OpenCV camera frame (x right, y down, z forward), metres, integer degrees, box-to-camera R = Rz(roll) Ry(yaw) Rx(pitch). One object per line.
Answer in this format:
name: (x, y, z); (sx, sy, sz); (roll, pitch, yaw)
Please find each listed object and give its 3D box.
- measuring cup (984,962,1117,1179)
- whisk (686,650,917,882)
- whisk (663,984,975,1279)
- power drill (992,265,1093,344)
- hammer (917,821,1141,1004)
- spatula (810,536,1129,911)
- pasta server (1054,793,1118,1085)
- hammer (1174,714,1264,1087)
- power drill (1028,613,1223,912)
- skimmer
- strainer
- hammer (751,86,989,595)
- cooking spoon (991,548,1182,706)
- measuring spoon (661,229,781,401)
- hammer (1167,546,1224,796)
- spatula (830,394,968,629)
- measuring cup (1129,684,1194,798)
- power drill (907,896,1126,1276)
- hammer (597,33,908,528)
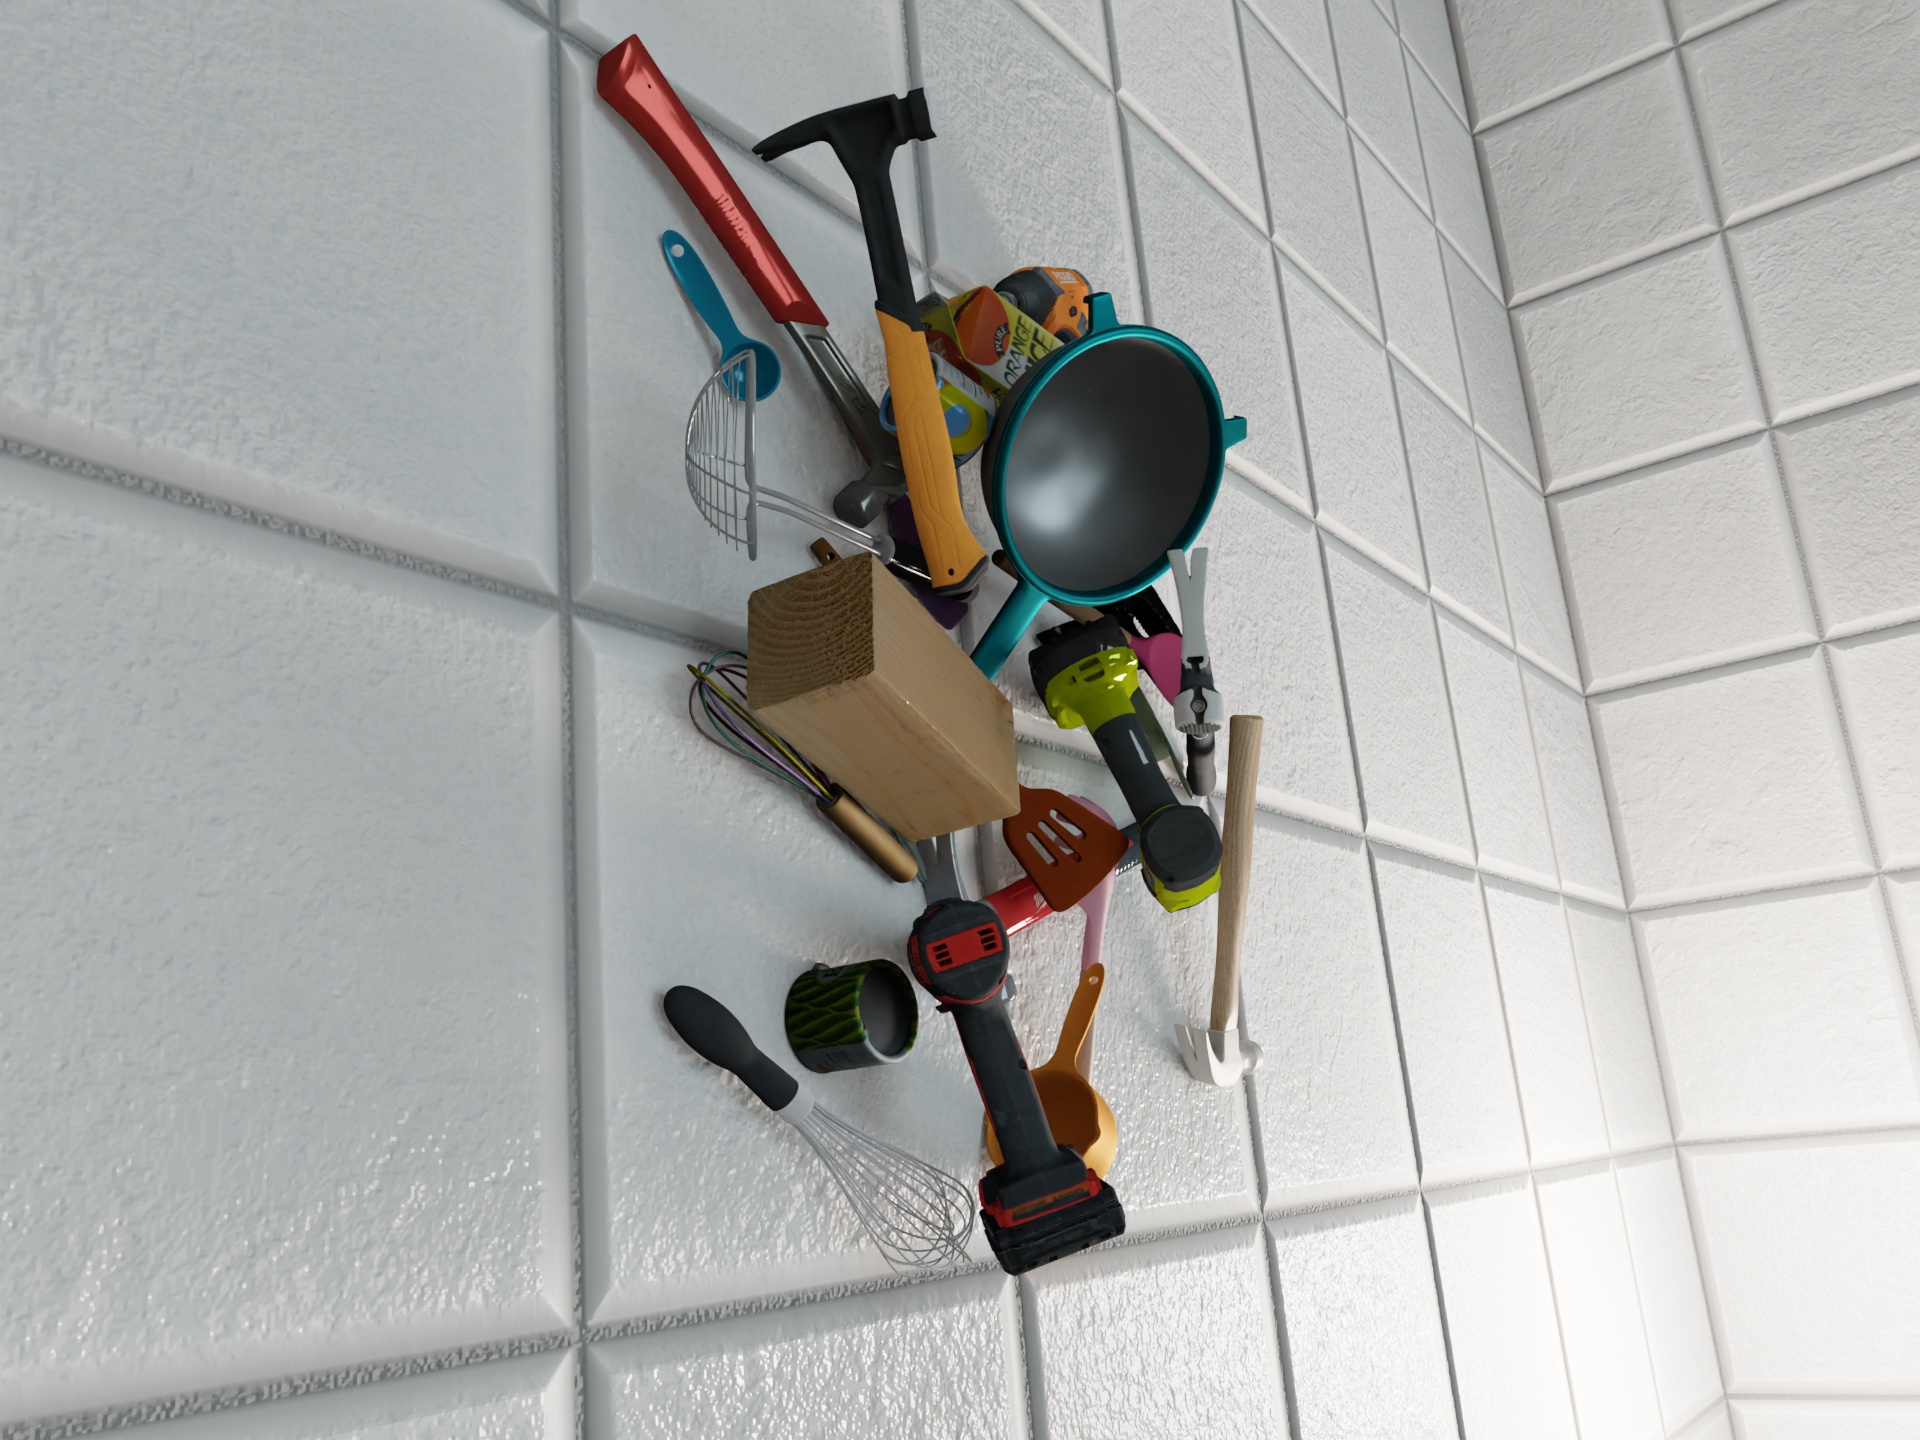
measuring cup: (0.083, 0.263, 1.153); (0.052, 0.095, 0.174); (53, 50, -42)
whisk: (-0.100, 0.035, 1.043); (0.244, 0.047, 0.051); (49, 49, -40)
whisk: (-0.081, 0.251, 0.967); (0.284, 0.070, 0.070); (49, 41, -26)
power drill: (0.119, -0.310, 1.405); (0.226, 0.084, 0.164); (49, 28, 6)
hammer: (0.094, 0.109, 1.295); (0.386, 0.038, 0.143); (-18, 90, -57)
spatula: (-0.002, -0.004, 1.154); (0.081, 0.041, 0.322); (-42, 103, -17)
pasta server: (0.089, 0.215, 1.200); (0.060, 0.040, 0.316); (12, 83, -59)
hammer: (0.240, 0.160, 1.412); (0.130, 0.031, 0.331); (2, 92, -55)
power drill: (0.137, 0.043, 1.266); (0.171, 0.080, 0.223); (68, -3, -71)
skimmer: (-0.063, -0.138, 1.079); (0.363, 0.090, 0.127); (19, 64, -57)
strainer: (0.058, -0.146, 1.209); (0.210, 0.095, 0.340); (30, 94, -39)
hammer: (-0.045, -0.250, 1.089); (0.034, 0.127, 0.337); (-31, 109, -79)
cooking spoon: (0.128, -0.079, 1.382); (0.318, 0.017, 0.069); (28, 64, -45)
measuring spoon: (-0.166, -0.277, 1.089); (0.128, 0.042, 0.021); (59, -2, -9)
hammer: (0.200, -0.010, 1.341); (0.408, 0.036, 0.149); (62, 26, -71)
spatula: (-0.071, -0.209, 1.203); (0.315, 0.018, 0.060); (63, 36, -18)
measuring cup: (0.162, 0.027, 1.367); (0.083, 0.038, 0.168); (60, 7, -30)
power drill: (0.022, 0.225, 1.029); (0.188, 0.080, 0.227); (117, -46, -79)
hammer: (-0.127, -0.318, 1.127); (0.149, 0.037, 0.358); (-51, 118, -32)
